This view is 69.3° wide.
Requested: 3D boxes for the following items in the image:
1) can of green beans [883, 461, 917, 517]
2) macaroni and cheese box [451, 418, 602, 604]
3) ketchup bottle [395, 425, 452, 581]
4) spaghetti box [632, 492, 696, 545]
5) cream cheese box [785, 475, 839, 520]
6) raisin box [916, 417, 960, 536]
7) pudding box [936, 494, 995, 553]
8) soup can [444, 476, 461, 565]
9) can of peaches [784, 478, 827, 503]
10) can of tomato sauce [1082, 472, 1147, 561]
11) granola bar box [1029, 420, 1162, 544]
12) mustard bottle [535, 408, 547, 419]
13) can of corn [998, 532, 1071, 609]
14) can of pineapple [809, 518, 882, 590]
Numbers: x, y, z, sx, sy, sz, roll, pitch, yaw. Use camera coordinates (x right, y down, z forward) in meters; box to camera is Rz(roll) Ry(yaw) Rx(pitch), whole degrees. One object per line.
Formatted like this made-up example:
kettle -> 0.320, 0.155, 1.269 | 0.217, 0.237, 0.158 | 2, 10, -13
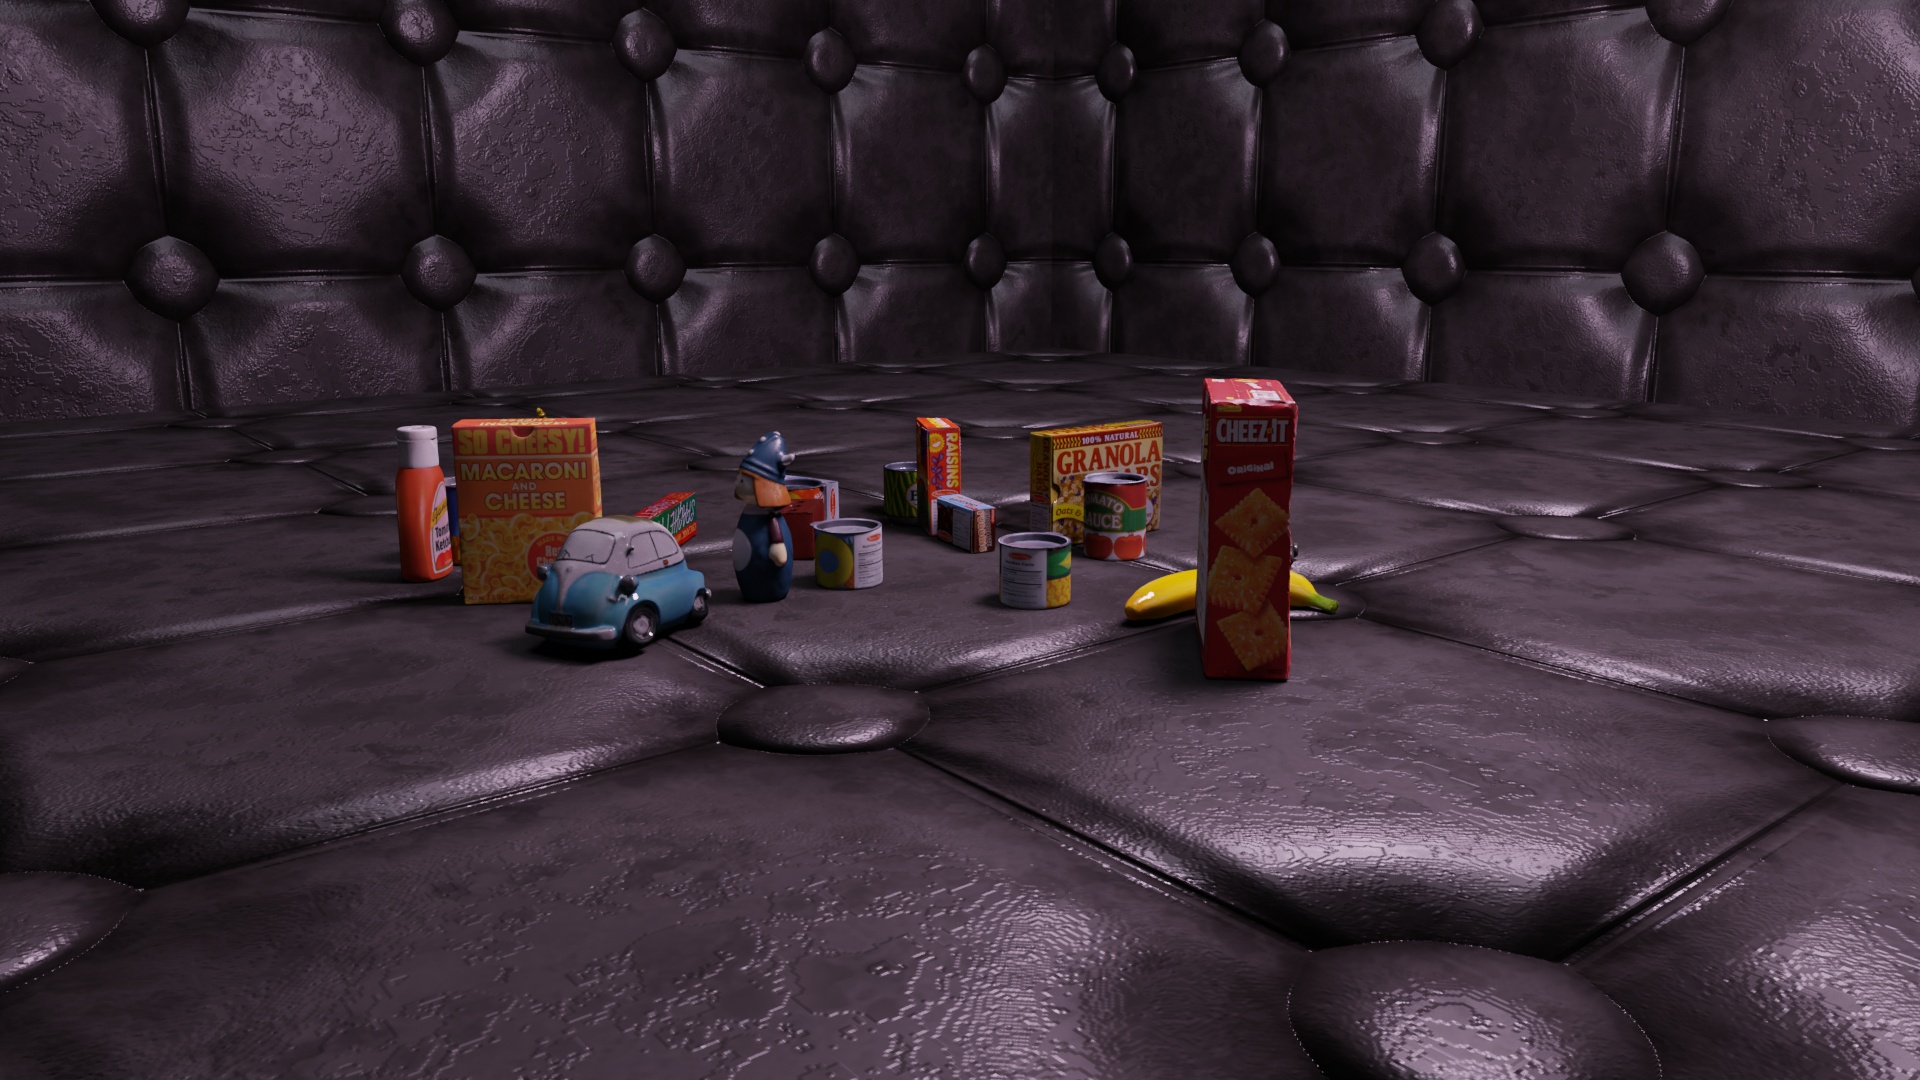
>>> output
can of green beans -> -0.060, -0.062, 1.675 | 0.071, 0.057, 0.071 | 0, 12, 0
macaroni and cheese box -> -0.394, -0.027, 1.275 | 0.124, 0.166, 0.040 | -2, 12, -7
ketchup bottle -> -0.529, -0.037, 1.362 | 0.043, 0.148, 0.065 | 0, 12, 0
spaghetti box -> -0.322, -0.004, 1.439 | 0.029, 0.050, 0.251 | 1, 13, 6
cream cheese box -> -0.188, -0.047, 1.621 | 0.104, 0.053, 0.024 | 9, 15, 35
raisin box -> -0.026, -0.073, 1.576 | 0.040, 0.123, 0.086 | -2, 12, -10
pudding box -> 0.005, -0.019, 1.500 | 0.030, 0.049, 0.084 | -7, 14, -28
soup can -> -0.508, -0.022, 1.441 | 0.071, 0.083, 0.071 | 0, 12, 0
can of peaches -> -0.184, -0.036, 1.561 | 0.071, 0.058, 0.071 | 0, 12, 0
can of tomato sauce -> 0.160, -0.025, 1.450 | 0.071, 0.083, 0.071 | 0, 12, 0
granola bar box -> 0.151, -0.064, 1.531 | 0.166, 0.124, 0.039 | -9, 15, -36
mustard bottle -> -0.421, -0.057, 1.423 | 0.065, 0.159, 0.049 | 0, 12, 1
can of corn -> 0.070, 0.027, 1.274 | 0.071, 0.058, 0.071 | 0, 12, 0
can of pineapple -> -0.110, 0.012, 1.343 | 0.071, 0.057, 0.071 | 0, 12, 0
